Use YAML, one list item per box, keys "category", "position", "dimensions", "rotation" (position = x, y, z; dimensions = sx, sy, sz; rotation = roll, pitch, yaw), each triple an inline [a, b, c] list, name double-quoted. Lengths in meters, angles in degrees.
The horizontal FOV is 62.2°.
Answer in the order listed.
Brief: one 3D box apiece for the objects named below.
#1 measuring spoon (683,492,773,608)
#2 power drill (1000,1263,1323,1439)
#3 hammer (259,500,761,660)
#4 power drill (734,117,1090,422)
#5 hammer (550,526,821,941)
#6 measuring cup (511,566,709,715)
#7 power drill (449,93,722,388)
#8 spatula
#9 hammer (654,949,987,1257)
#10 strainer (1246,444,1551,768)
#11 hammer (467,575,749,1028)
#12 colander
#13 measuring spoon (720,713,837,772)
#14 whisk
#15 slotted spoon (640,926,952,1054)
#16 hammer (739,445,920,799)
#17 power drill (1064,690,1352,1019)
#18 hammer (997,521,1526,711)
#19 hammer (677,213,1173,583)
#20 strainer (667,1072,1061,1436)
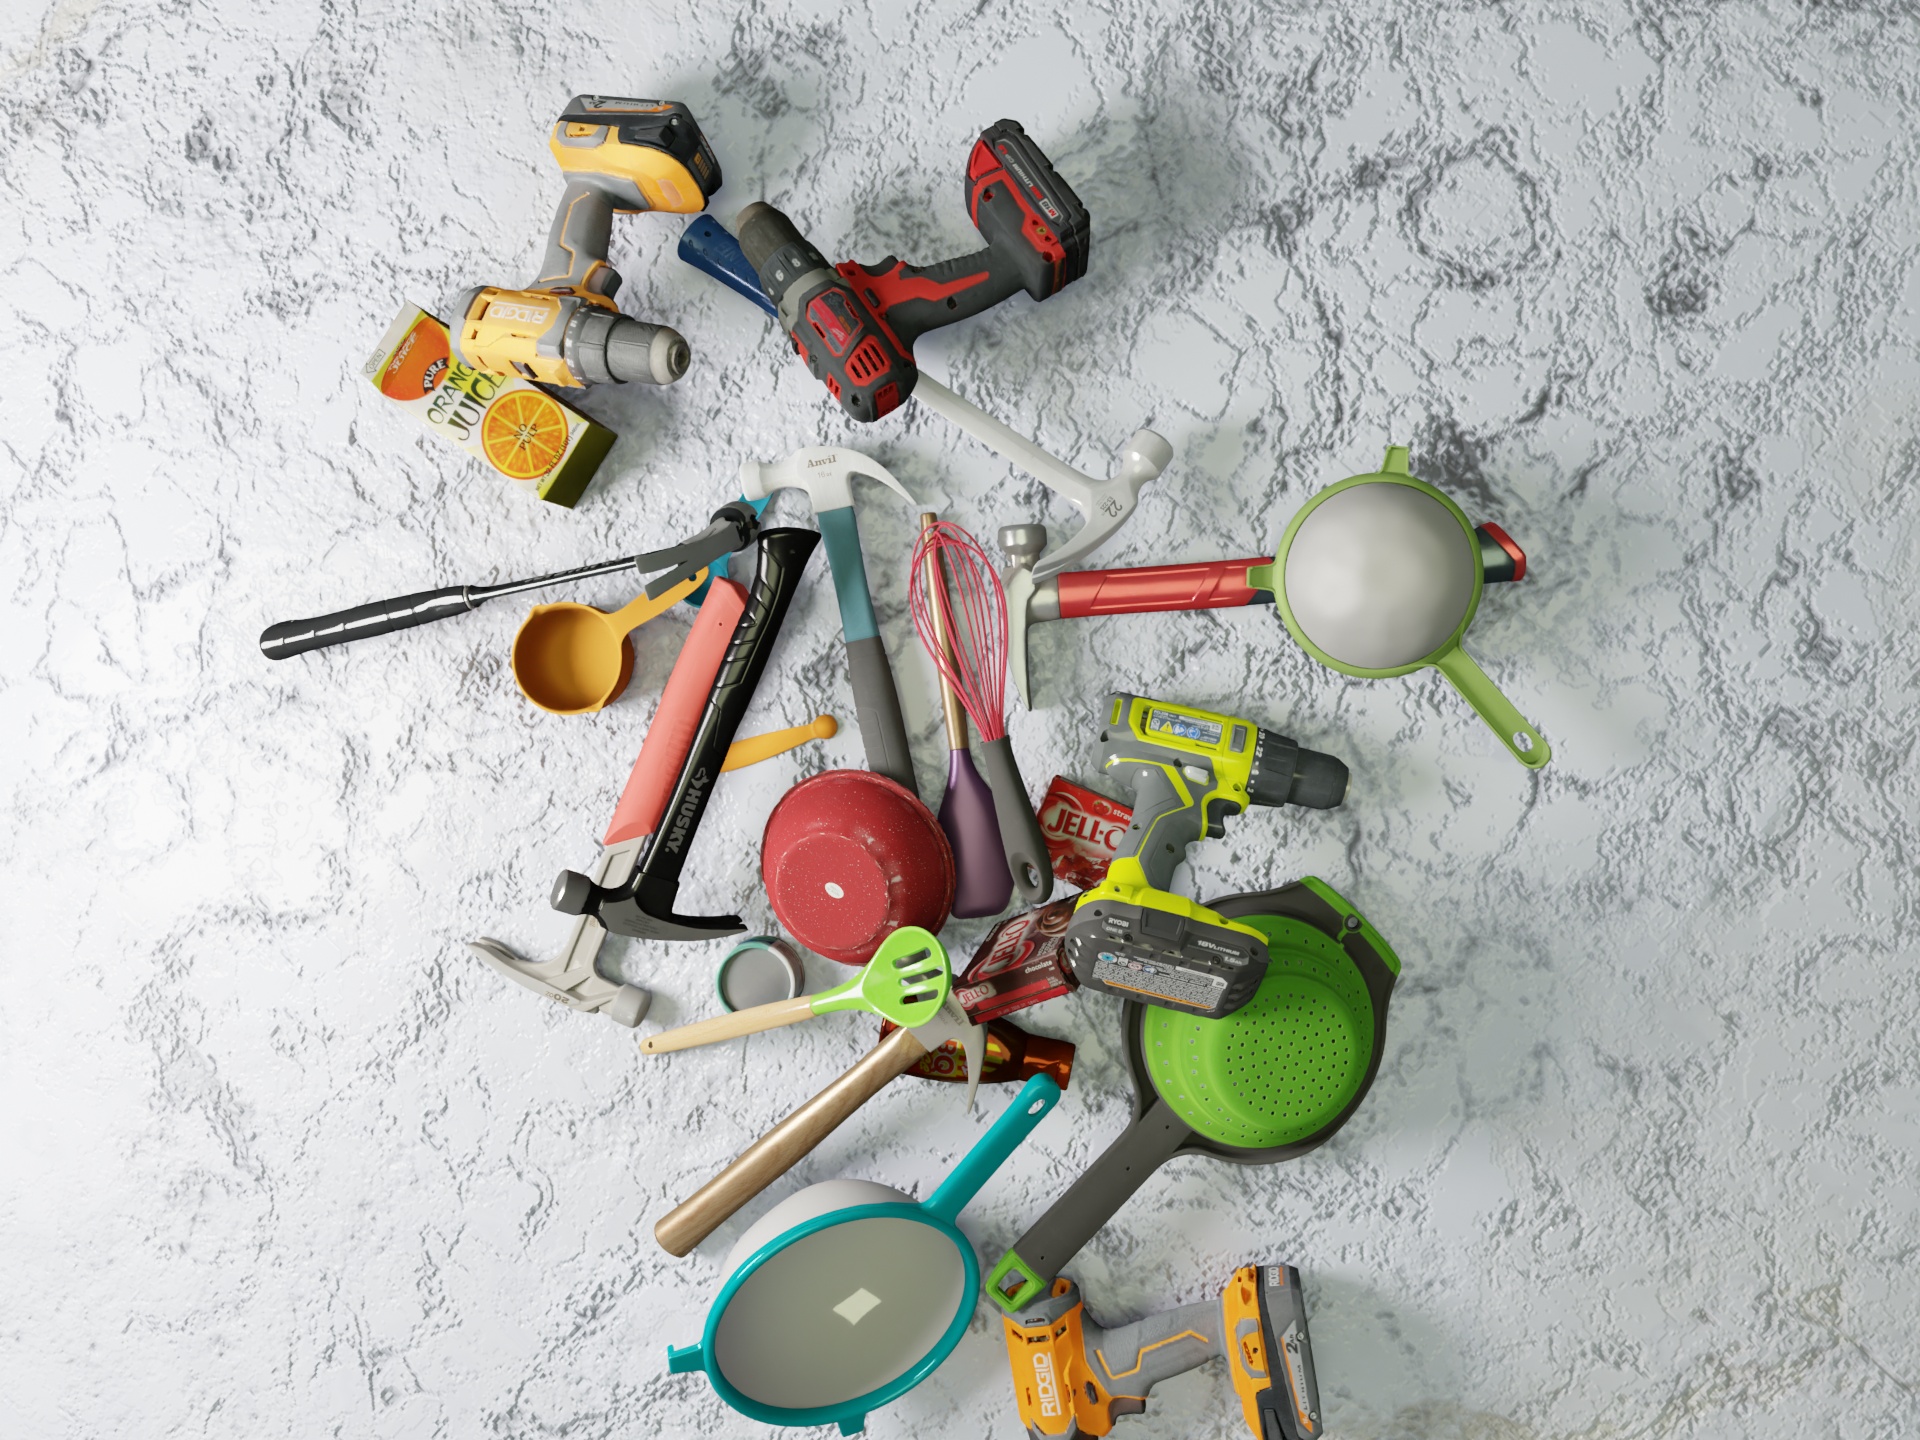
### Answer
- category: "measuring spoon"
  position: [-0.179, -0.145, 1.249]
  dimensions: [0.042, 0.021, 0.128]
  rotation: [32, 85, -7]
- category: "power drill"
  position: [0.152, 0.499, 1.198]
  dimensions: [0.226, 0.084, 0.164]
  rotation: [-9, 91, 10]
- category: "hammer"
  position: [-0.358, -0.094, 1.204]
  dimensions: [0.409, 0.149, 0.036]
  rotation: [-10, 108, 18]
- category: "power drill"
  position: [-0.038, -0.346, 1.170]
  dimensions: [0.226, 0.080, 0.188]
  rotation: [-34, 78, -7]
- category: "hammer"
  position: [-0.179, 0.010, 1.197]
  dimensions: [0.146, 0.035, 0.335]
  rotation: [21, 94, -24]
- category: "measuring cup"
  position: [-0.264, -0.071, 1.239]
  dimensions: [0.173, 0.052, 0.095]
  rotation: [-32, 88, 4]
- category: "power drill"
  position: [-0.252, -0.343, 1.166]
  dimensions: [0.185, 0.084, 0.226]
  rotation: [13, 71, 21]
- category: "spatula"
  position: [-0.002, -0.004, 1.231]
  dimensions: [0.060, 0.018, 0.316]
  rotation: [-8, 92, 1]
- category: "hammer"
  position: [-0.111, 0.309, 1.214]
  dimensions: [0.331, 0.031, 0.130]
  rotation: [-42, 94, 16]
- category: "strainer"
  position: [0.336, -0.063, 1.133]
  dimensions: [0.151, 0.069, 0.256]
  rotation: [-41, 88, 7]
- category: "hammer"
  position: [-0.253, 0.054, 1.239]
  dimensions: [0.149, 0.037, 0.359]
  rotation: [24, 97, 4]
- category: "colander"
  position: [0.168, 0.291, 1.155]
  dimensions: [0.204, 0.094, 0.397]
  rotation: [44, 88, -5]
- category: "measuring spoon"
  position: [-0.152, 0.020, 1.249]
  dimensions: [0.117, 0.011, 0.021]
  rotation: [-18, 90, 6]
- category: "whisk"
  position: [0.020, -0.005, 1.186]
  dimensions: [0.073, 0.073, 0.296]
  rotation: [-15, 93, 6]
- category: "slotted spoon"
  position: [-0.126, 0.214, 1.183]
  dimensions: [0.314, 0.031, 0.070]
  rotation: [-20, 72, 32]
- category: "hammer"
  position: [-0.074, -0.049, 1.227]
  dimensions: [0.128, 0.033, 0.331]
  rotation: [-12, 91, 2]
- category: "power drill"
  position: [0.176, 0.091, 1.140]
  dimensions: [0.190, 0.080, 0.229]
  rotation: [13, 54, 5]
- category: "hammer"
  position: [0.225, -0.089, 1.196]
  dimensions: [0.386, 0.038, 0.143]
  rotation: [-4, 92, 6]
- category: "hammer"
  position: [-0.046, -0.257, 1.200]
  dimensions: [0.405, 0.035, 0.144]
  rotation: [35, 76, 9]
- category: "strainer"
  position: [-0.057, 0.371, 1.189]
  dimensions: [0.210, 0.095, 0.340]
  rotation: [37, 97, -33]
